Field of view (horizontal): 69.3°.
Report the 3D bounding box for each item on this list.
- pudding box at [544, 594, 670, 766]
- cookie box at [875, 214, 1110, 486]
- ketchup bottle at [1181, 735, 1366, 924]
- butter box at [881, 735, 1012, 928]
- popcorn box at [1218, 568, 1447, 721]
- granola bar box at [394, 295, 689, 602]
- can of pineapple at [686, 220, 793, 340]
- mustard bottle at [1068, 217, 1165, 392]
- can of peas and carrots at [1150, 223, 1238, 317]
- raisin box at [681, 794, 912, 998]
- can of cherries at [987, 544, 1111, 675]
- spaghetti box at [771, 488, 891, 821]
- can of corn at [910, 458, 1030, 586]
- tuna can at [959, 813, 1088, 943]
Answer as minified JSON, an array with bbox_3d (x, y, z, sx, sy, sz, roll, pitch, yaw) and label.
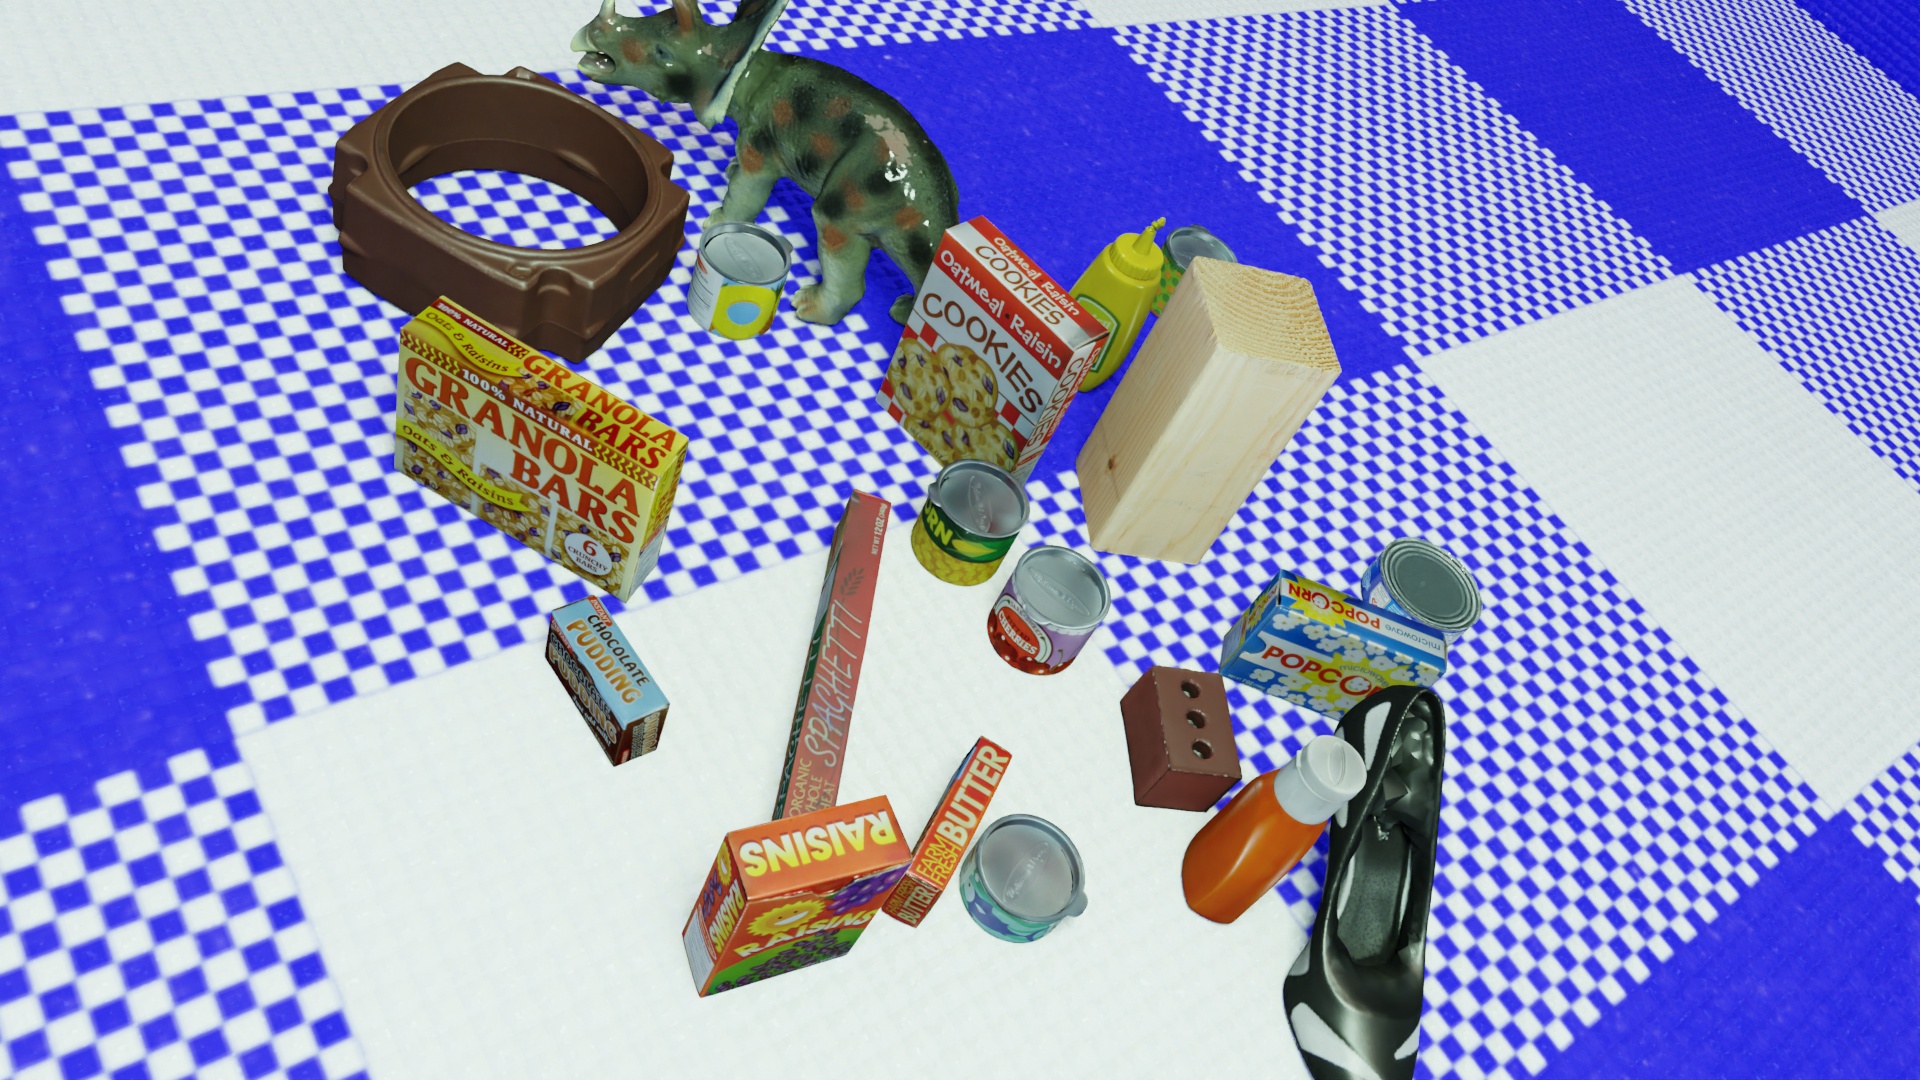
[{"bbox_3d":[-0.198,0.078,0.775,0.030,0.049,0.084,-23,65,-36],"label":"pudding box"},{"bbox_3d":[0.017,-0.119,0.950,0.123,0.166,0.040,46,50,16],"label":"cookie box"},{"bbox_3d":[0.178,0.164,0.800,0.043,0.148,0.065,23,47,-5],"label":"ketchup bottle"},{"bbox_3d":[-0.007,0.164,0.784,0.024,0.052,0.104,31,47,2],"label":"butter box"},{"bbox_3d":[0.253,0.078,0.947,0.127,0.084,0.038,21,47,-6],"label":"popcorn box"},{"bbox_3d":[-0.246,-0.051,0.808,0.165,0.123,0.039,30,47,2],"label":"granola bar box"},{"bbox_3d":[-0.159,-0.187,1.004,0.071,0.057,0.071,12,49,-14],"label":"can of pineapple"},{"bbox_3d":[0.114,-0.184,1.050,0.065,0.159,0.049,37,48,8],"label":"mustard bottle"},{"bbox_3d":[0.194,-0.227,1.190,0.071,0.058,0.071,12,49,-14],"label":"can of peas and carrots"},{"bbox_3d":[-0.084,0.178,0.691,0.086,0.122,0.040,-7,56,-28],"label":"raisin box"},{"bbox_3d":[0.055,0.047,0.904,0.071,0.058,0.072,12,49,-14],"label":"can of cherries"},{"bbox_3d":[-0.077,0.078,0.827,0.029,0.050,0.251,17,48,-10],"label":"spaghetti box"},{"bbox_3d":[0.003,-0.012,0.930,0.071,0.058,0.071,12,49,-14],"label":"can of corn"},{"bbox_3d":[0.037,0.194,0.792,0.071,0.032,0.071,12,49,-14],"label":"tuna can"}]
